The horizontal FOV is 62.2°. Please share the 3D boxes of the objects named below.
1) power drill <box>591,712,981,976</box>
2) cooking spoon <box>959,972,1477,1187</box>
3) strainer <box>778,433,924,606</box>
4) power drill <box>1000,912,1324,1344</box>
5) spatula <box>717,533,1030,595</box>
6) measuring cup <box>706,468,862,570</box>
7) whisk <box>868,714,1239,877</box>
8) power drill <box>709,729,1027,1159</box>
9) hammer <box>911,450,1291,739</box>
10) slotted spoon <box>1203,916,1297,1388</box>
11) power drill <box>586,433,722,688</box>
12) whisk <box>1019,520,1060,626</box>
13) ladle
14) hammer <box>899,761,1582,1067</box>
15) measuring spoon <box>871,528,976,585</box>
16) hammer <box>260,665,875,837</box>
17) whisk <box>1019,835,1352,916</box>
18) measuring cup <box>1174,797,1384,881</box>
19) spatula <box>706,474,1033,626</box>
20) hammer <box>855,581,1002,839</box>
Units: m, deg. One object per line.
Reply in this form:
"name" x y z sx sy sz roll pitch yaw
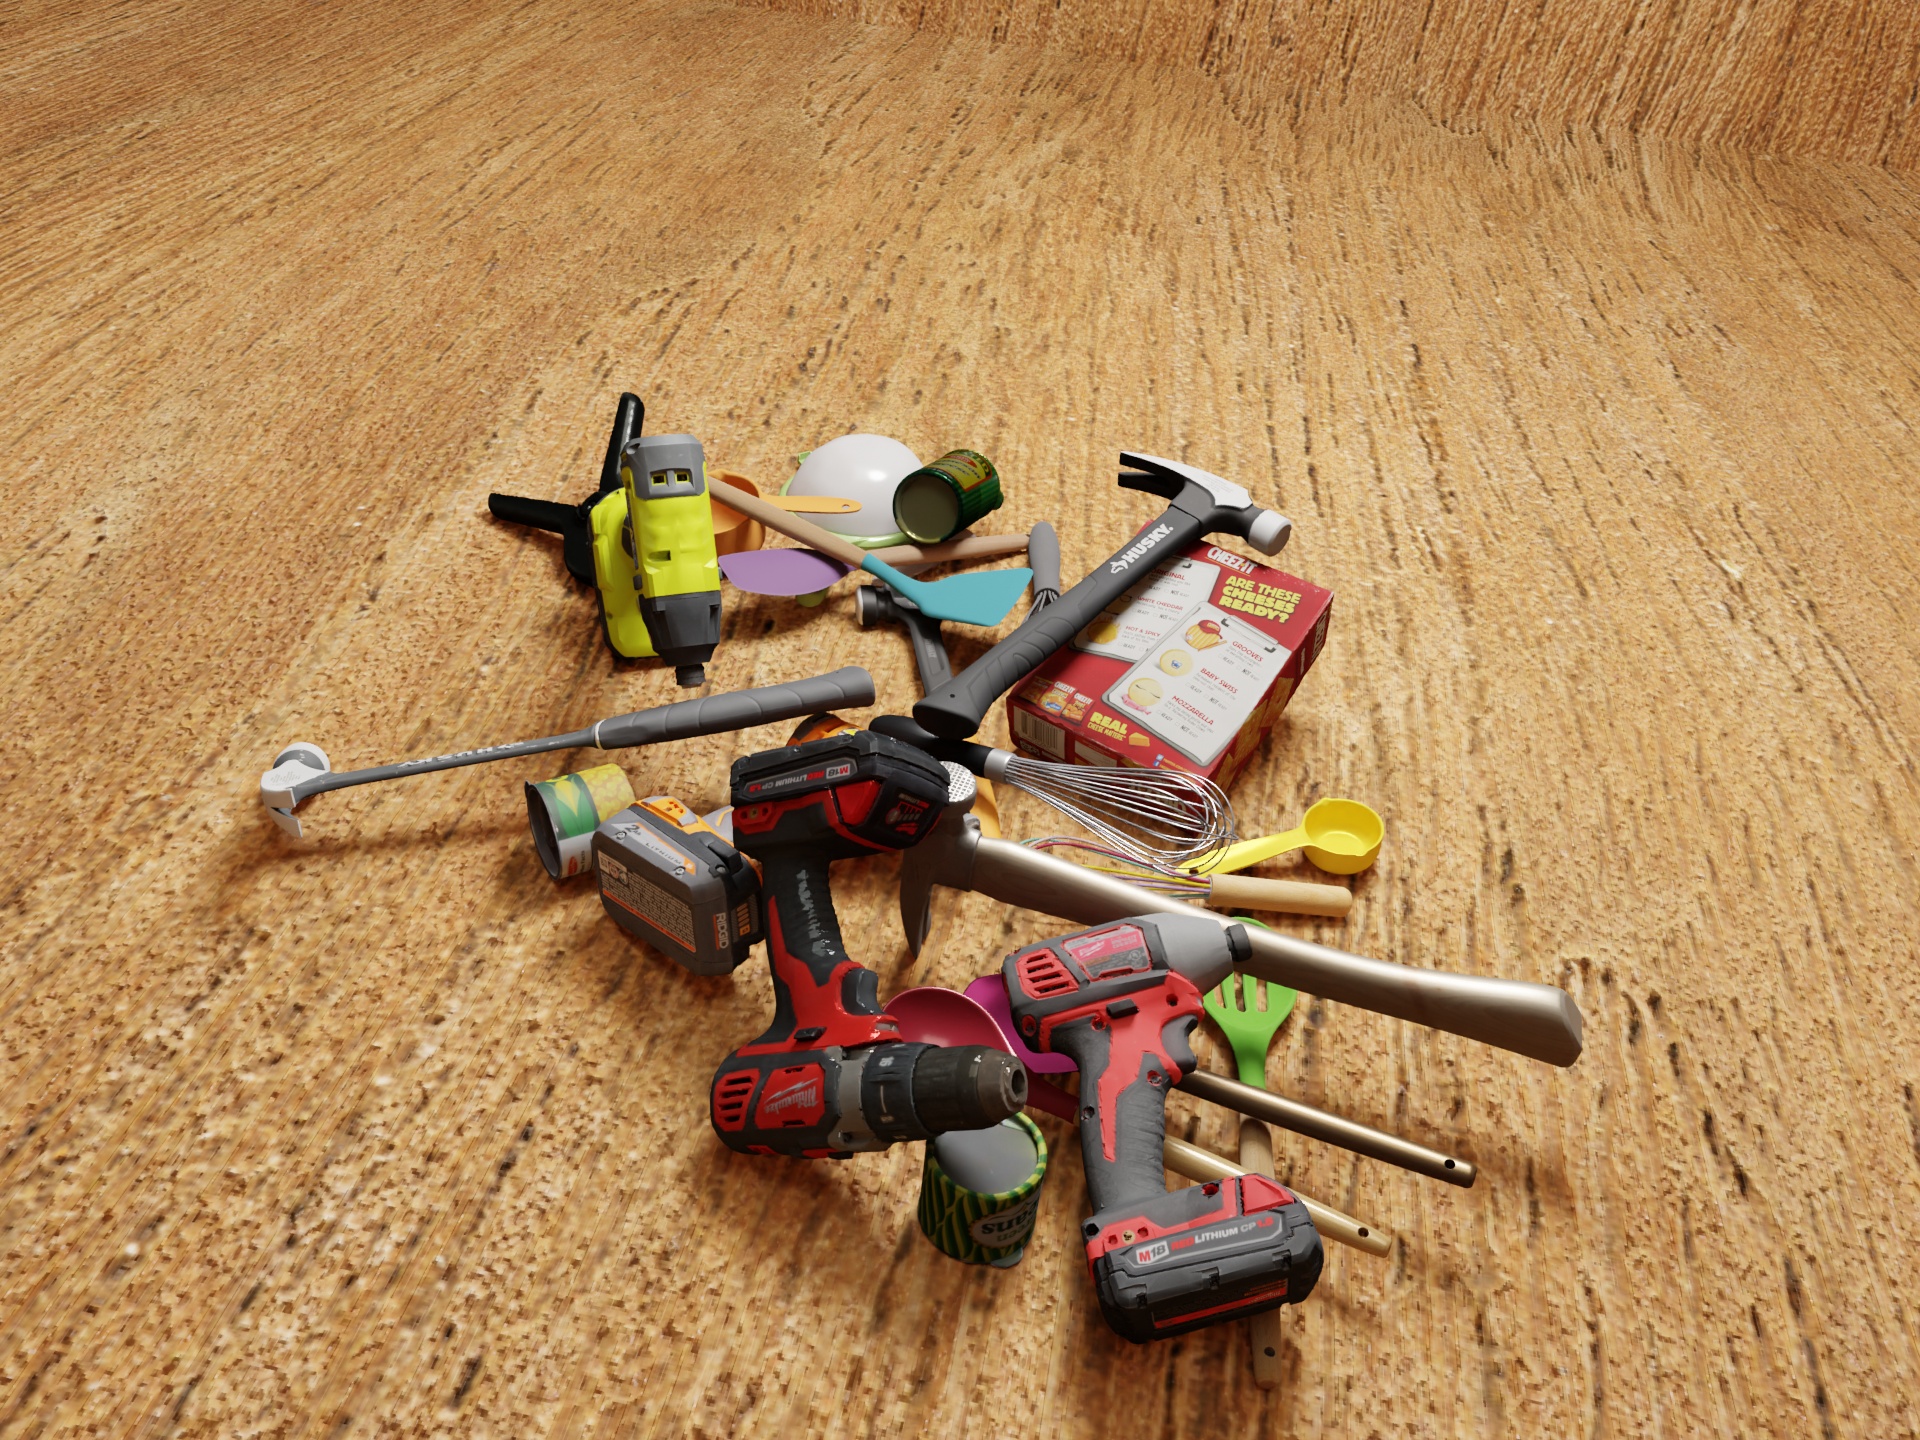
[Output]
"power drill" -0.105 0.076 1.043 0.164 0.084 0.226 24 37 37
"cooking spoon" 0.140 0.213 0.932 0.319 0.017 0.069 14 53 25
"strainer" -0.101 -0.191 1.410 0.151 0.069 0.257 11 36 6
"power drill" 0.113 0.206 0.862 0.143 0.078 0.220 -15 54 0
"spatula" -0.057 -0.138 1.357 0.316 0.018 0.060 -11 49 -34
"measuring cup" -0.169 -0.168 1.368 0.173 0.052 0.095 1 46 4
"whisk" 0.055 0.040 1.086 0.285 0.070 0.070 17 38 27
"power drill" -0.051 0.125 0.880 0.188 0.080 0.227 -12 68 30
"hammer" 0.089 -0.091 1.171 0.146 0.035 0.335 34 57 28
"slotted spoon" 0.170 0.239 0.930 0.070 0.031 0.314 7 39 2
"power drill" -0.221 -0.108 1.170 0.080 0.171 0.223 -8 3 -17
"whisk" 0.071 -0.106 1.338 0.055 0.055 0.239 5 36 -2
"ladle" 0.091 0.232 0.906 0.315 0.031 0.069 20 58 23
"hammer" 0.161 0.141 0.963 0.410 0.146 0.038 16 40 10
"measuring spoon" -0.031 -0.146 1.403 0.034 0.018 0.124 34 45 31
"hammer" -0.258 0.012 1.073 0.409 0.036 0.149 -11 13 -12
"whisk" 0.146 0.112 1.082 0.245 0.047 0.051 6 36 -8
"measuring cup" 0.225 0.097 1.130 0.156 0.029 0.062 -15 41 -8
"spatula" -0.099 -0.150 1.303 0.317 0.044 0.082 26 48 9
"hammer" -0.002 -0.004 1.213 0.127 0.034 0.337 -2 38 -9
